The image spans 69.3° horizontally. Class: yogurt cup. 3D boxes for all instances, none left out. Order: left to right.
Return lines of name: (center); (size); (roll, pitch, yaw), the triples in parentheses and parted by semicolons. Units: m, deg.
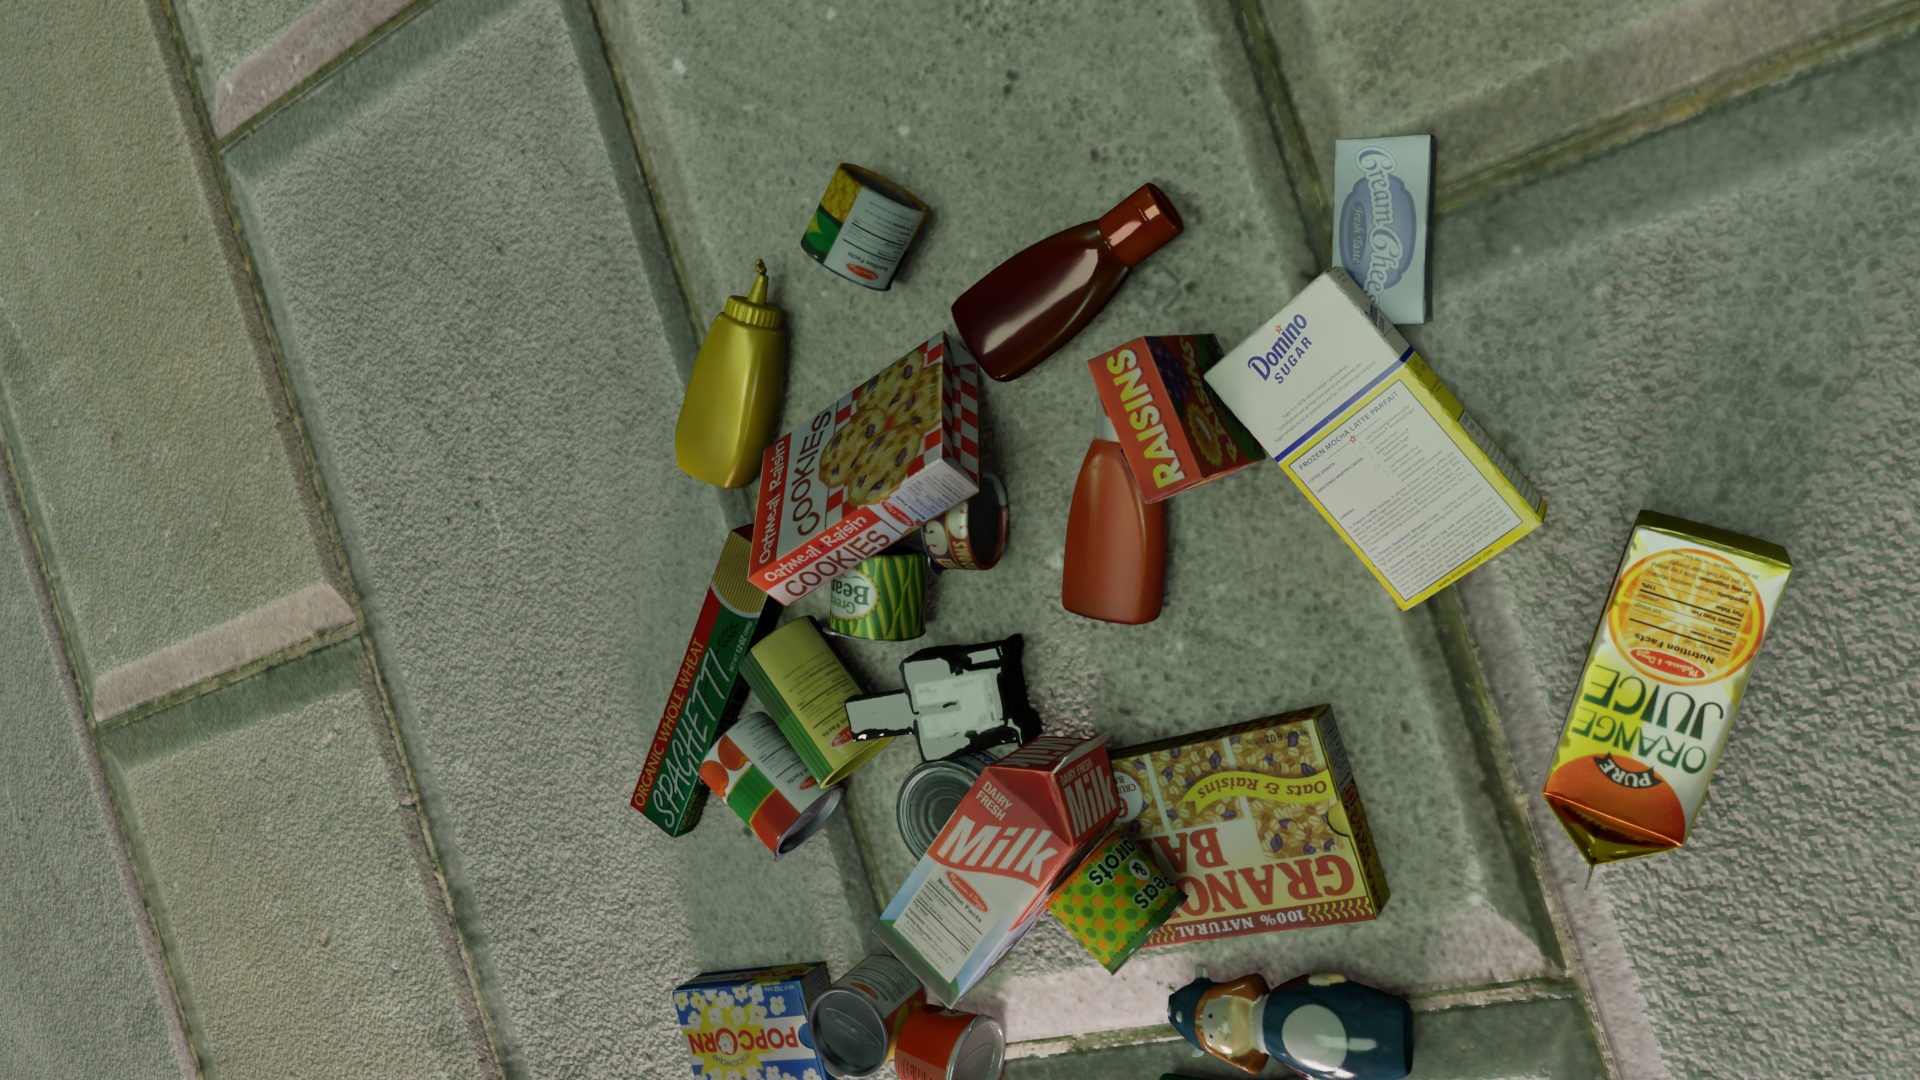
yogurt cup: (-0.009, 0.355, 0.958); (0.054, 0.072, 0.072); (8, 101, 35)

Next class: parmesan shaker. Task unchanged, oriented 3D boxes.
parmesan shaker: (-0.097, 0.110, 0.969); (0.071, 0.071, 0.103); (-43, 76, 26)

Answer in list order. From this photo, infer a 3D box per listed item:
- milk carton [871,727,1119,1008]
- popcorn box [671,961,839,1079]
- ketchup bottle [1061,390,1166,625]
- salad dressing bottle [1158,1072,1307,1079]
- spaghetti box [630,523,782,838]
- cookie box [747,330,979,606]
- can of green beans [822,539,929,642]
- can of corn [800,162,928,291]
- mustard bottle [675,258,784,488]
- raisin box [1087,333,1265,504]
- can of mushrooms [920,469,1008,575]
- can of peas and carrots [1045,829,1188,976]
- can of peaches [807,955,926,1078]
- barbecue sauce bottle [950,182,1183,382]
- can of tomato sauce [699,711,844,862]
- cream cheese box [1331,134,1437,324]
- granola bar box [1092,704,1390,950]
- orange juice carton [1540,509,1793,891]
milk carton: (0.032, 0.192, 0.865); (0.073, 0.072, 0.189); (41, 116, 18)
popcorn box: (-0.151, 0.369, 1.048); (0.126, 0.038, 0.085); (-15, 89, 29)
ketchup bottle: (0.097, -0.026, 0.856); (0.065, 0.044, 0.148); (11, 102, 38)
salad dressing bottle: (0.195, 0.361, 0.862); (0.147, 0.044, 0.064); (-2, 98, 28)
spaghetti box: (-0.184, 0.108, 1.033); (0.050, 0.029, 0.249); (31, 110, 21)
cookie box: (-0.062, -0.045, 0.900); (0.167, 0.040, 0.123); (-30, 39, 28)
can of green beans: (-0.054, 0.032, 0.932); (0.071, 0.071, 0.057); (9, 102, 26)
can of corn: (-0.063, -0.205, 0.903); (0.071, 0.071, 0.058); (38, 112, 18)
mustard bottle: (-0.154, -0.118, 0.972); (0.065, 0.049, 0.159); (24, 107, 22)
raisin box: (0.125, -0.072, 0.790); (0.040, 0.124, 0.086); (-23, 87, 28)
can of mushrooms: (0.003, -0.011, 0.894); (0.033, 0.071, 0.071); (1, 98, 26)
can of peas and carrots: (0.095, 0.215, 0.835); (0.059, 0.071, 0.070); (43, 114, 16)
can of peaches: (-0.066, 0.339, 0.988); (0.071, 0.058, 0.071); (5, 100, 27)
barbecue sauce bottle: (0.067, -0.161, 0.854); (0.148, 0.044, 0.065); (-34, 82, 27)
can of tomato sauce: (-0.137, 0.175, 0.996); (0.083, 0.071, 0.071); (42, 114, 17)
cream cheese box: (0.236, -0.172, 0.774); (0.053, 0.024, 0.103); (3, 99, 26)
granola bar box: (0.162, 0.179, 0.855); (0.165, 0.039, 0.124); (-18, 89, 29)
orange juice carton: (0.358, 0.087, 0.721); (0.073, 0.072, 0.192); (19, 106, 24)
